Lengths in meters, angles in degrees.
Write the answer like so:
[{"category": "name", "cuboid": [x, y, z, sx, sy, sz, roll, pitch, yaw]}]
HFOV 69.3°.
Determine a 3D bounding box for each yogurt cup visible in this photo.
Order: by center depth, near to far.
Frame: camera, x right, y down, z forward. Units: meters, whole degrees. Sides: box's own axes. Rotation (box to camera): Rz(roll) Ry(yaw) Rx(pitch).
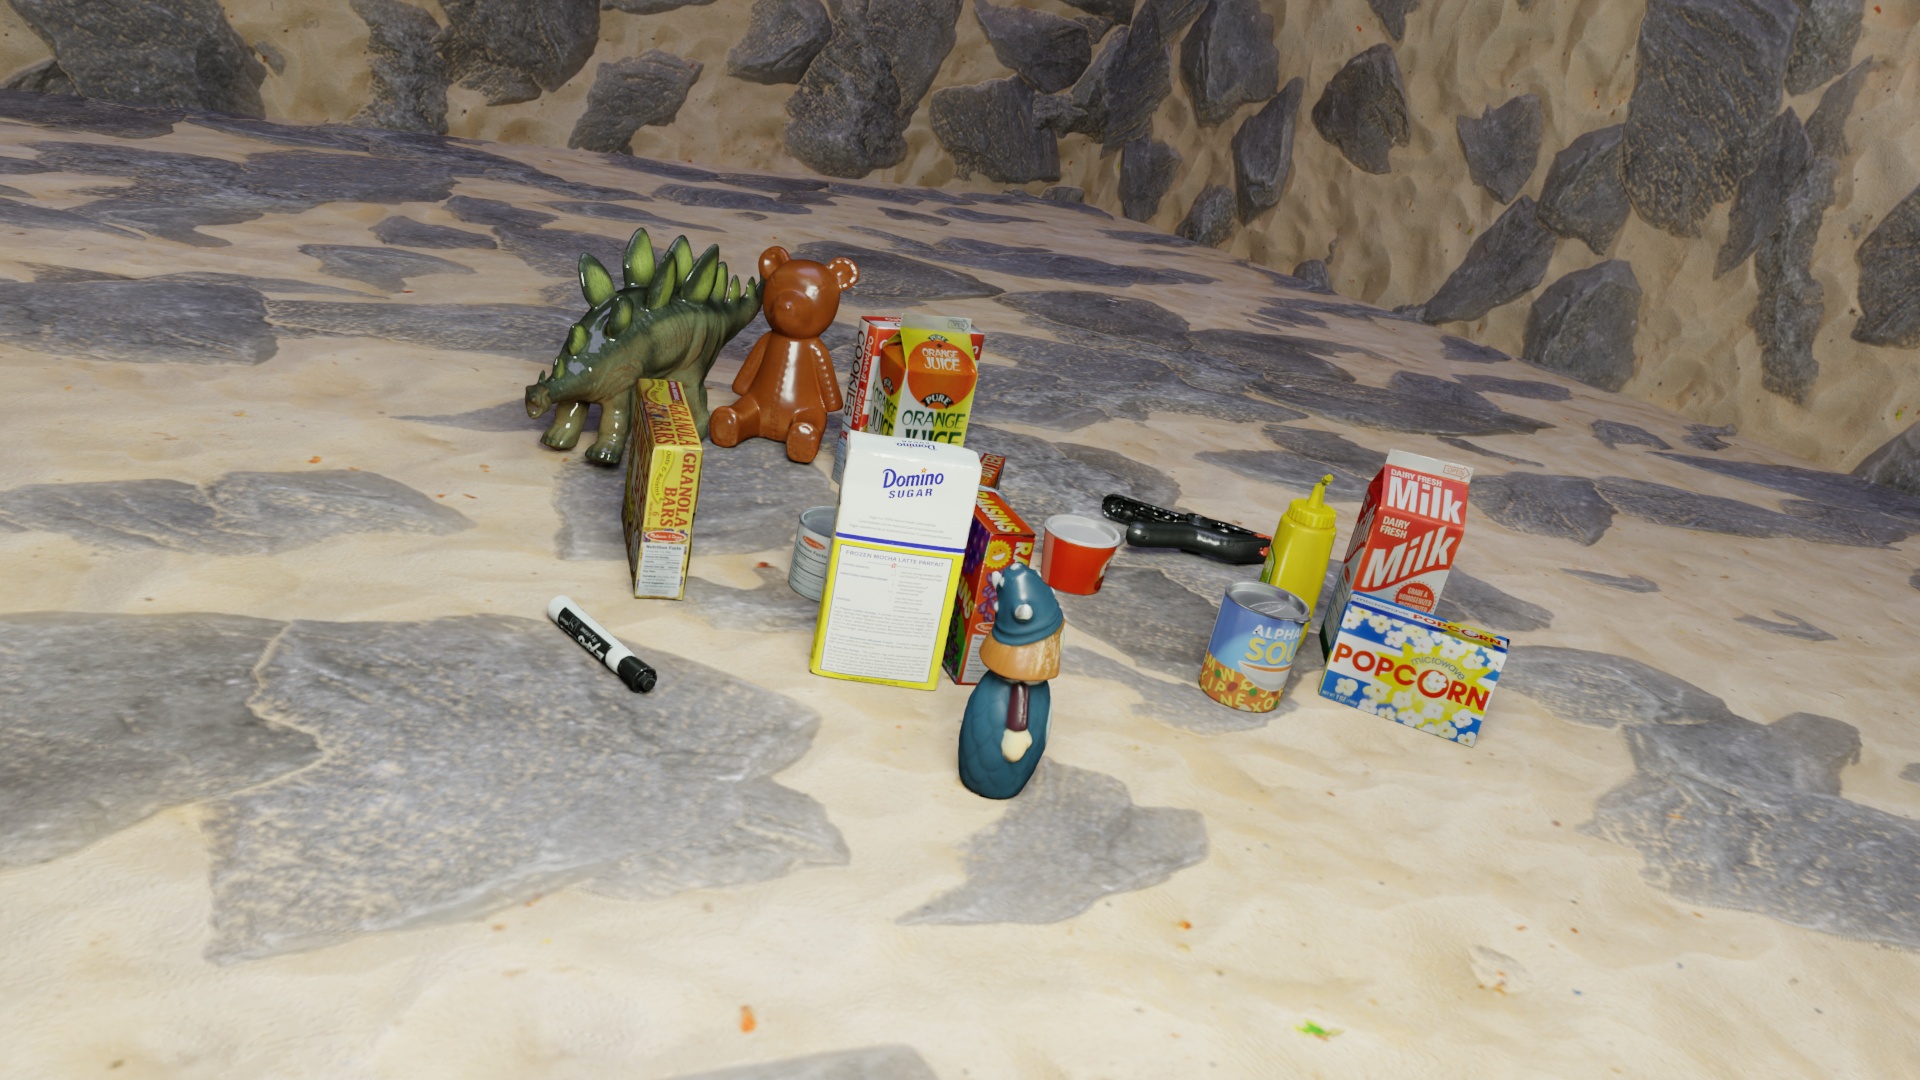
[{"category": "yogurt cup", "cuboid": [0.103, 0.013, 1.229, 0.072, 0.053, 0.072, 11, 21, -4]}]

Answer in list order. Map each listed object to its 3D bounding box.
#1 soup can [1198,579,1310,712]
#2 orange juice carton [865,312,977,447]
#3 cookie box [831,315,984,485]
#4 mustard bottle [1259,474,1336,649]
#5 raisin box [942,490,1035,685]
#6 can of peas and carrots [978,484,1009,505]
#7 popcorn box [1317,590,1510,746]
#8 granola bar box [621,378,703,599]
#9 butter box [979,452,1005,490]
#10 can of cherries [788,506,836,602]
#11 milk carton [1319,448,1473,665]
[{"category": "soup can", "cuboid": [0.229, 0.083, 1.078, 0.071, 0.083, 0.071, 11, 21, -4]}, {"category": "orange juice carton", "cuboid": [-0.039, -0.116, 1.288, 0.072, 0.191, 0.073, 2, 23, -25]}, {"category": "cookie box", "cuboid": [-0.052, -0.133, 1.360, 0.123, 0.166, 0.040, -3, 25, -34]}, {"category": "mustard bottle", "cuboid": [0.284, 0.016, 1.173, 0.049, 0.159, 0.065, 13, 21, 1]}, {"category": "raisin box", "cuboid": [0.012, 0.034, 1.030, 0.040, 0.123, 0.086, 3, 22, -22]}, {"category": "can of peas and carrots", "cuboid": [0.004, -0.016, 1.242, 0.071, 0.058, 0.071, 11, 21, -4]}, {"category": "popcorn box", "cuboid": [0.359, 0.101, 1.103, 0.127, 0.085, 0.038, 18, 21, 16]}, {"category": "granola bar box", "cuboid": [-0.236, -0.044, 1.091, 0.039, 0.123, 0.166, 5, 22, -19]}, {"category": "butter box", "cuboid": [0.019, -0.045, 1.333, 0.024, 0.053, 0.104, 15, 21, 7]}, {"category": "can of cherries", "cuboid": [-0.100, 0.011, 1.117, 0.071, 0.058, 0.072, 11, 21, -4]}, {"category": "milk carton", "cuboid": [0.367, 0.019, 1.169, 0.072, 0.189, 0.074, 14, 21, 5]}]
